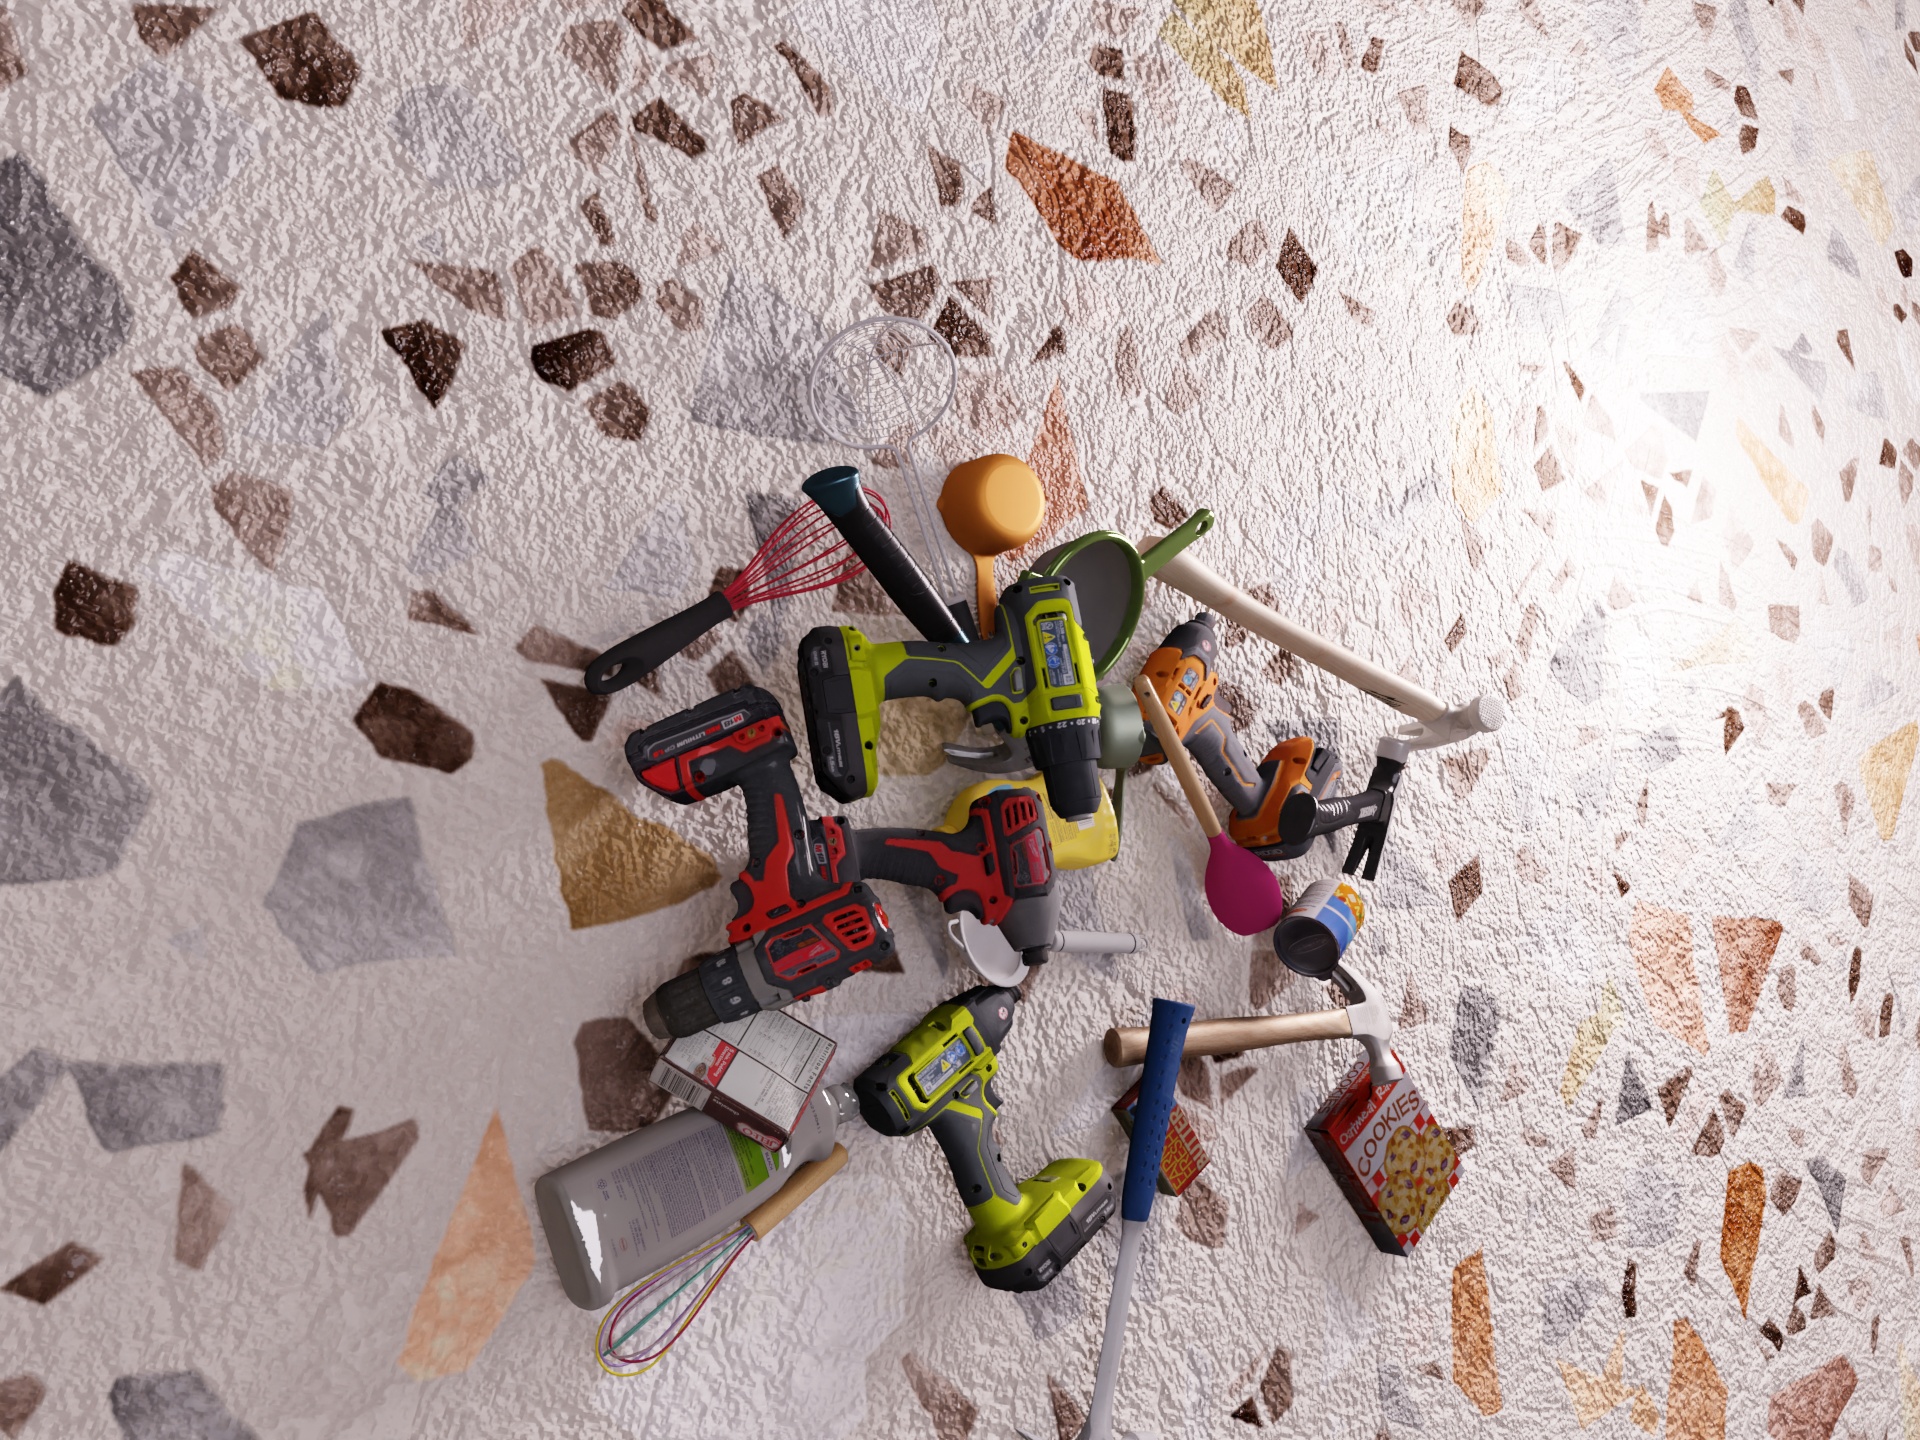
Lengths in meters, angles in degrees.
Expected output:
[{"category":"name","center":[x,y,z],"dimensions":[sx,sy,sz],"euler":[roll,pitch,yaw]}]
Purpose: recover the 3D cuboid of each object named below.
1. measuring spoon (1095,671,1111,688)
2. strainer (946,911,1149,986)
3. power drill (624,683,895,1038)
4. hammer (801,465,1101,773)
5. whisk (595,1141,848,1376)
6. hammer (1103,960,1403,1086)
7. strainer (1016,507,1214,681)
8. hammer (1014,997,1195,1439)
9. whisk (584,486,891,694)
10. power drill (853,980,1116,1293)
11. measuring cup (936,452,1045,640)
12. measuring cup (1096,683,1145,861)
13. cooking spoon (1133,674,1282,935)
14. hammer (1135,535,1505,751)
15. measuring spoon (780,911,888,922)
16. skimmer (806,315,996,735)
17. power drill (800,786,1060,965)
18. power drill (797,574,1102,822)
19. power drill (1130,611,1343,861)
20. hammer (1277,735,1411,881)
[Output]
[{"category":"measuring spoon","center":[0.096,-0.027,1.446],"dimensions":[0.124,0.018,0.034],"euler":[-22,96,-34]},{"category":"strainer","center":[0.074,0.195,1.390],"dimensions":[0.258,0.050,0.087],"euler":[8,59,-39]},{"category":"power drill","center":[-0.171,0.108,1.164],"dimensions":[0.188,0.080,0.227],"euler":[-24,78,-2]},{"category":"hammer","center":[-0.017,-0.079,1.298],"dimensions":[0.128,0.033,0.330],"euler":[-34,122,7]},{"category":"whisk","center":[-0.174,0.400,1.194],"dimensions":[0.047,0.051,0.245],"euler":[43,50,17]},{"category":"hammer","center":[0.278,0.293,1.507],"dimensions":[0.331,0.031,0.130],"euler":[1,65,-30]},{"category":"strainer","center":[0.127,-0.132,1.433],"dimensions":[0.256,0.069,0.151],"euler":[-38,135,-29]},{"category":"hammer","center":[0.145,0.445,1.384],"dimensions":[0.144,0.035,0.405],"euler":[16,81,-32]},{"category":"whisk","center":[-0.172,-0.102,1.254],"dimensions":[0.296,0.073,0.073],"euler":[-35,104,-26]},{"category":"power drill","center":[0.029,0.340,1.320],"dimensions":[0.171,0.080,0.223],"euler":[-36,101,-34]},{"category":"measuring cup","center":[0.034,-0.150,1.400],"dimensions":[0.095,0.052,0.174],"euler":[1,82,-34]},{"category":"measuring cup","center":[0.129,0.050,1.434],"dimensions":[0.038,0.083,0.167],"euler":[-4,106,-21]},{"category":"cooking spoon","center":[0.224,0.084,1.462],"dimensions":[0.017,0.069,0.318],"euler":[-95,159,-59]},{"category":"hammer","center":[0.338,-0.073,1.580],"dimensions":[0.410,0.146,0.038],"euler":[26,69,-19]},{"category":"measuring spoon","center":[-0.107,0.156,1.288],"dimensions":[0.116,0.011,0.021],"euler":[14,76,-31]},{"category":"skimmer","center":[-0.024,-0.157,1.340],"dimensions":[0.127,0.090,0.363],"euler":[-19,98,-2]},{"category":"power drill","center":[-0.028,0.134,1.258],"dimensions":[0.219,0.078,0.143],"euler":[-6,74,-17]},{"category":"power drill","center":[-0.002,-0.004,1.233],"dimensions":[0.228,0.080,0.191],"euler":[-8,82,-11]},{"category":"power drill","center":[0.259,0.012,1.518],"dimensions":[0.226,0.084,0.164],"euler":[40,63,-20]},{"category":"hammer","center":[0.360,0.092,1.499],"dimensions":[0.334,0.035,0.146],"euler":[-2,106,-62]}]
